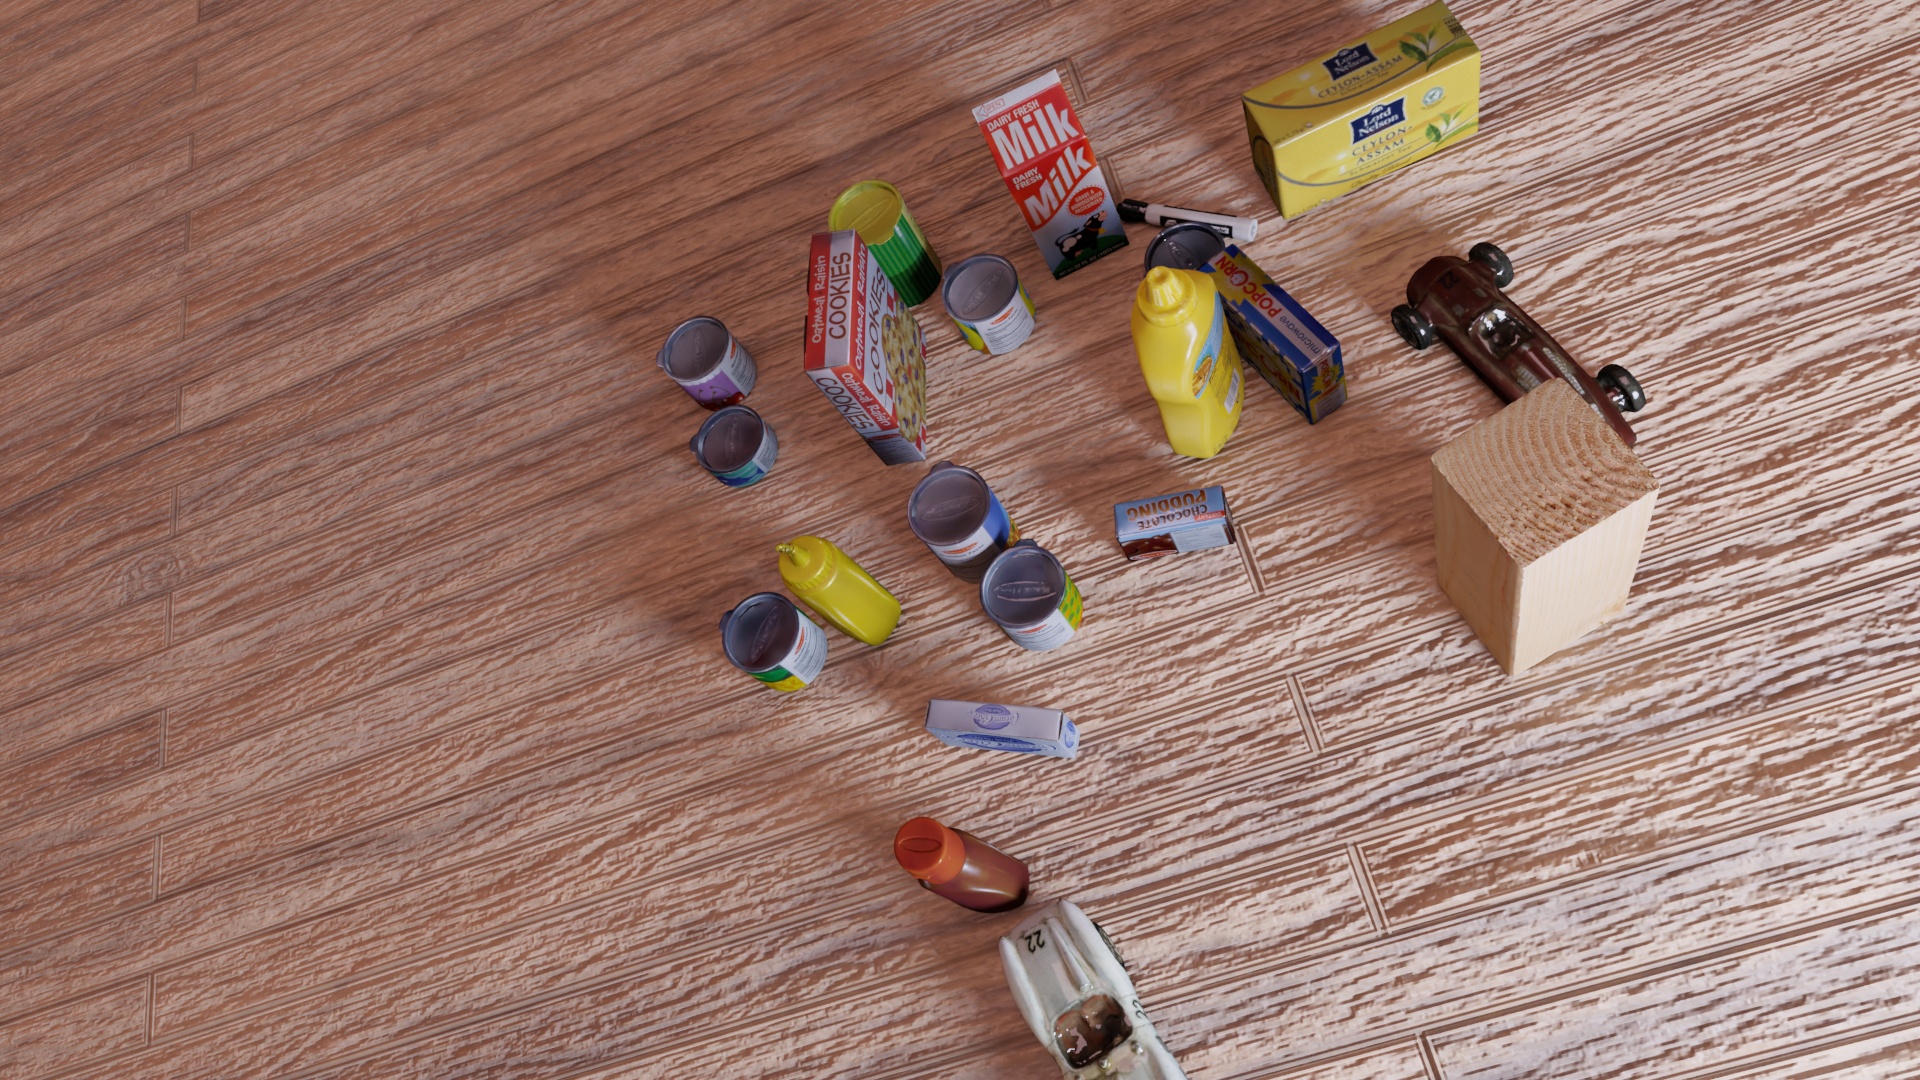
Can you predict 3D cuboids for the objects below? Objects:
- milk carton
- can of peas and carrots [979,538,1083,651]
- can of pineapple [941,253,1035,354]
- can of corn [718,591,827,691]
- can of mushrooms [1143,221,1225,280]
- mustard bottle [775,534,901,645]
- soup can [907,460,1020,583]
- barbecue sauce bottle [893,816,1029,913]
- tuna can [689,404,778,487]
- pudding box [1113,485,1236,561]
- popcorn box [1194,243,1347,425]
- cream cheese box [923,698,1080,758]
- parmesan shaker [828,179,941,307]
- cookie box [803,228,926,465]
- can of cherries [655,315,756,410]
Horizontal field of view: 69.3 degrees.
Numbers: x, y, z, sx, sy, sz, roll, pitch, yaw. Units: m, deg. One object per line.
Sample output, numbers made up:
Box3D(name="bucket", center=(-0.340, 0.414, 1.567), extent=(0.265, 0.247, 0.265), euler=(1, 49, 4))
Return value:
Box3D(name="milk carton", center=(0.071, -0.300, 1.115), extent=(0.072, 0.190, 0.074), euler=(-25, 62, 9))
Box3D(name="can of peas and carrots", center=(0.054, 0.042, 1.046), extent=(0.071, 0.058, 0.071), euler=(-8, 65, 17))
Box3D(name="can of pineapple", center=(0.024, -0.198, 1.164), extent=(0.071, 0.057, 0.071), euler=(-8, 65, 17))
Box3D(name="can of corn", center=(-0.148, 0.081, 1.102), extent=(0.071, 0.058, 0.071), euler=(-8, 65, 17))
Box3D(name="can of mushrooms", center=(0.183, -0.222, 1.130), extent=(0.071, 0.033, 0.071), euler=(-8, 65, 17))
Box3D(name="mustard bottle", center=(-0.098, 0.032, 1.047), extent=(0.065, 0.160, 0.049), euler=(27, 79, 28))
Box3D(name="soup can", center=(0.004, -0.013, 1.074), extent=(0.071, 0.083, 0.071), euler=(-8, 65, 17))
Box3D(name="barbecue sauce bottle", center=(-0.002, 0.219, 0.937), extent=(0.065, 0.148, 0.044), euler=(-1, 68, 20))
Box3D(name="tuna can", center=(-0.196, -0.081, 1.206), extent=(0.071, 0.032, 0.071), euler=(-8, 65, 17))
Box3D(name="pudding box", center=(0.160, -0.012, 1.037), extent=(0.083, 0.049, 0.030), euler=(-11, 65, 15))
Box3D(name="popcorn box", center=(0.236, -0.156, 1.052), extent=(0.038, 0.085, 0.127), euler=(-38, 60, 1))
Box3D(name="cream cheese box", center=(0.031, 0.137, 1.015), extent=(0.104, 0.053, 0.024), euler=(2, 69, 21))
Box3D(name="parmesan shaker", center=(-0.062, -0.250, 1.192), extent=(0.071, 0.103, 0.071), euler=(-8, 65, 17))
Box3D(name="cookie box", center=(-0.074, -0.152, 1.115), extent=(0.040, 0.167, 0.123), euler=(-8, 65, 17))
Box3D(name="can of cherries", center=(-0.225, -0.157, 1.235), extent=(0.071, 0.058, 0.072), euler=(-8, 65, 17))
